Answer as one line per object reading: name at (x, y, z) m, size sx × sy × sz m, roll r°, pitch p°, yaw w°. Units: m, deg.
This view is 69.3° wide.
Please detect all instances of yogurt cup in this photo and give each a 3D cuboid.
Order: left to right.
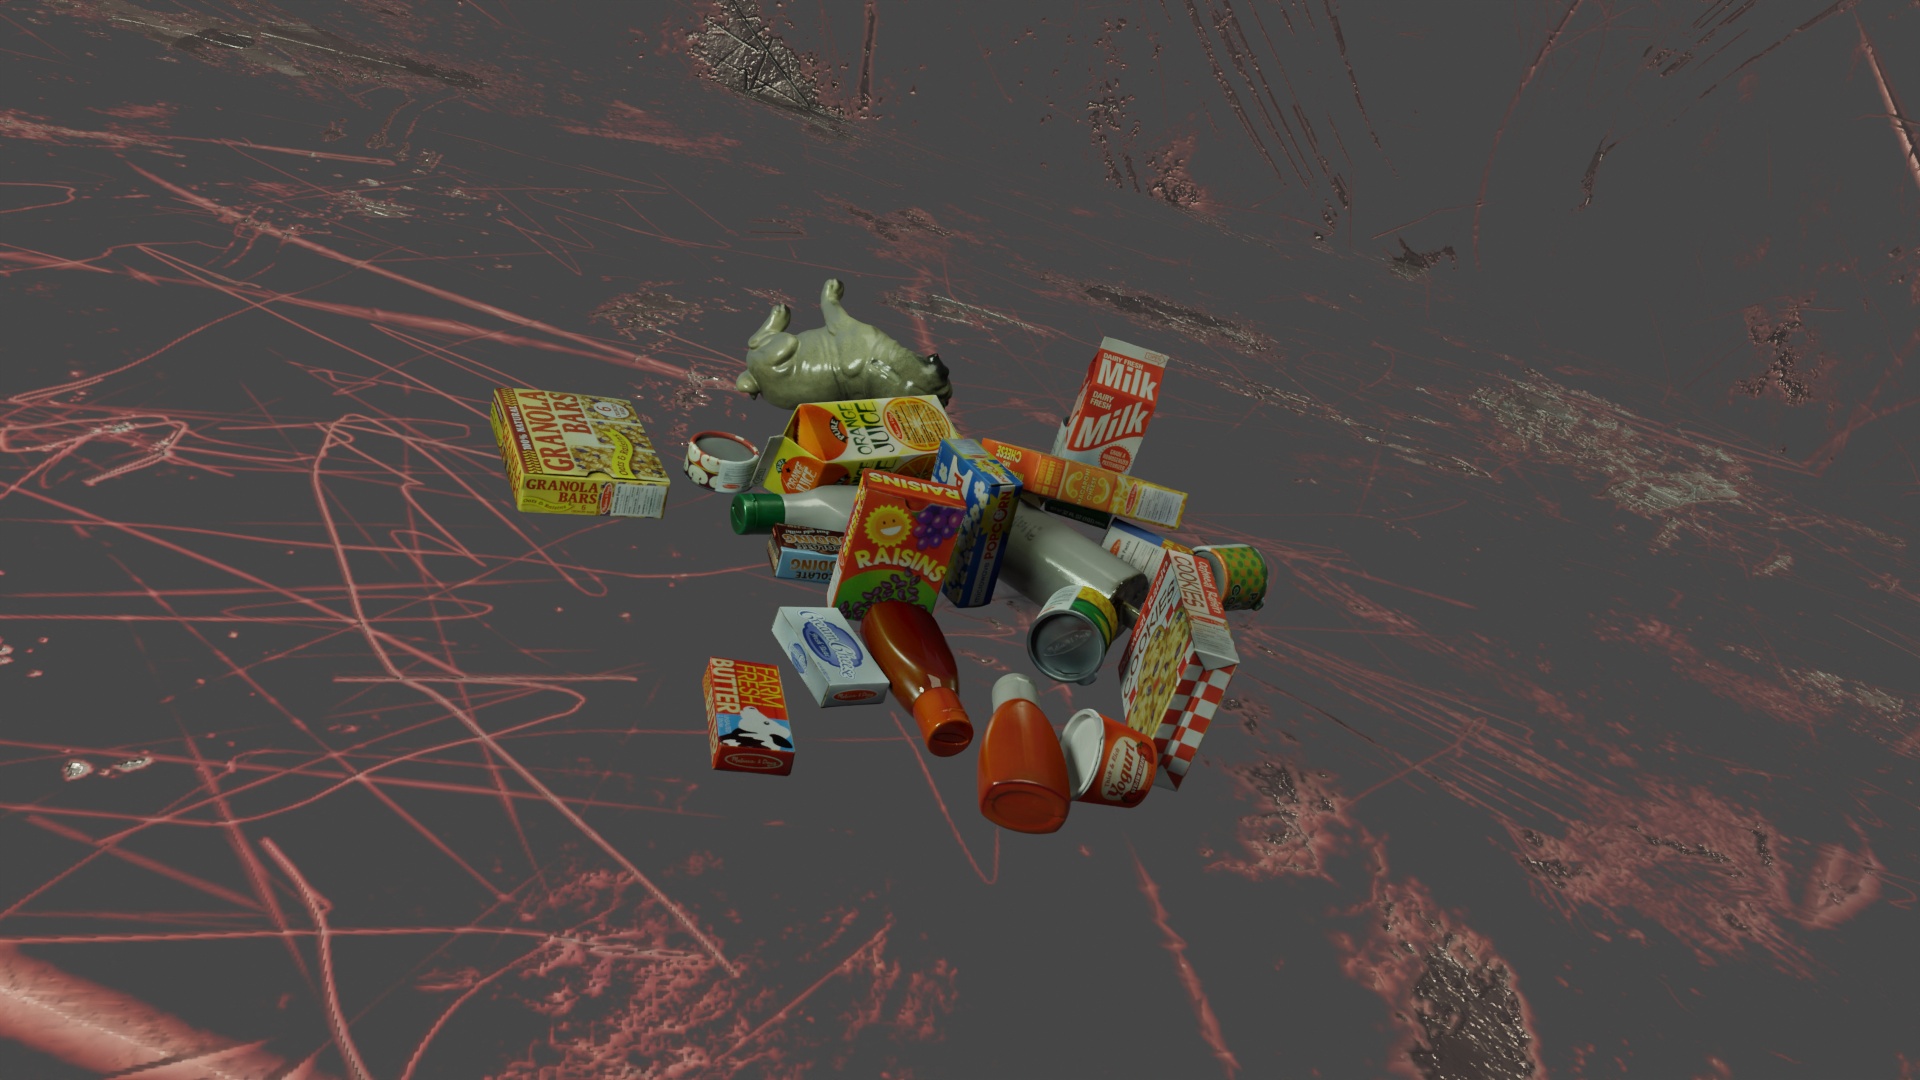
yogurt cup at (0.106, 0.161, 1.008) m, size 0.054 × 0.072 × 0.073 m, roll 19°, pitch 24°, yaw -19°

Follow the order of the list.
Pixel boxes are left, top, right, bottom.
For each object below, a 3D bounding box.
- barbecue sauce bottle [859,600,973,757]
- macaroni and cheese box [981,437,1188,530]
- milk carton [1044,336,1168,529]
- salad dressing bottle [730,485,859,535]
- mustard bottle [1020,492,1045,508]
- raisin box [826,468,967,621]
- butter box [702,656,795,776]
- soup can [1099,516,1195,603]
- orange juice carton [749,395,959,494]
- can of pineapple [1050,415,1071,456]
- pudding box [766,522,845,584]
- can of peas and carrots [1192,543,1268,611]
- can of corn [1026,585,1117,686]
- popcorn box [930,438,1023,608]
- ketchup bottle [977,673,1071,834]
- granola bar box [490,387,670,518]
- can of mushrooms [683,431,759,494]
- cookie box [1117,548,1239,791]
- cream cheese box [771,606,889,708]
barbecue sauce bottle at (-0.029, 0.103, 1.055) m, size 0.065 × 0.043 × 0.149 m, roll 13°, pitch 25°, yaw -27°
macaroni and cheese box at (0.114, -0.054, 1.334) m, size 0.166 × 0.040 × 0.124 m, roll 12°, pitch 6°, yaw -27°
milk carton at (0.151, -0.116, 1.445) m, size 0.072 × 0.189 × 0.074 m, roll 17°, pitch 25°, yaw -3°
salad dressing bottle at (-0.131, -0.023, 1.243) m, size 0.148 × 0.043 × 0.064 m, roll 0°, pitch 36°, yaw -31°
mustard bottle at (0.025, -0.044, 1.382) m, size 0.065 × 0.048 × 0.161 m, roll 33°, pitch 29°, yaw 26°
raisin box at (-0.054, 0.009, 1.135) m, size 0.086 × 0.122 × 0.040 m, roll 12°, pitch 25°, yaw -15°
butter box at (-0.148, 0.121, 0.962) m, size 0.053 × 0.024 × 0.104 m, roll 9°, pitch 27°, yaw -20°
soup can at (0.173, 0.024, 1.327) m, size 0.084 × 0.071 × 0.071 m, roll 24°, pitch 26°, yaw 10°
orange juice carton at (-0.102, -0.083, 1.310) m, size 0.193 × 0.071 × 0.073 m, roll -8°, pitch 57°, yaw -32°
can of pineapple at (0.138, -0.100, 1.559) m, size 0.071 × 0.057 × 0.071 m, roll 15°, pitch 26°, yaw -7°
pudding box at (-0.120, 0.014, 1.190) m, size 0.084 × 0.030 × 0.050 m, roll 8°, pitch 28°, yaw -20°
can of peas and carrots at (0.257, 0.039, 1.353) m, size 0.059 × 0.070 × 0.071 m, roll -2°, pitch 32°, yaw -36°
can of corn at (0.096, 0.079, 1.164) m, size 0.071 × 0.071 × 0.058 m, roll 23°, pitch 25°, yaw 9°
popcorn box at (0.004, -0.015, 1.219) m, size 0.038 × 0.126 × 0.085 m, roll -4°, pitch 33°, yaw -32°
ketchup bottle at (0.044, 0.150, 1.010) m, size 0.065 × 0.043 × 0.149 m, roll 16°, pitch 25°, yaw -8°
granola bar box at (-0.336, -0.079, 1.220) m, size 0.124 × 0.039 × 0.166 m, roll 3°, pitch 29°, yaw -29°
can of mushrooms at (-0.224, -0.074, 1.294) m, size 0.071 × 0.033 × 0.071 m, roll 15°, pitch 26°, yaw -7°
cookie box at (0.170, 0.099, 1.105) m, size 0.040 × 0.122 × 0.168 m, roll 17°, pitch 25°, yaw -7°
cream cheese box at (-0.100, 0.088, 1.061) m, size 0.053 × 0.024 × 0.104 m, roll 2°, pitch 30°, yaw -34°
